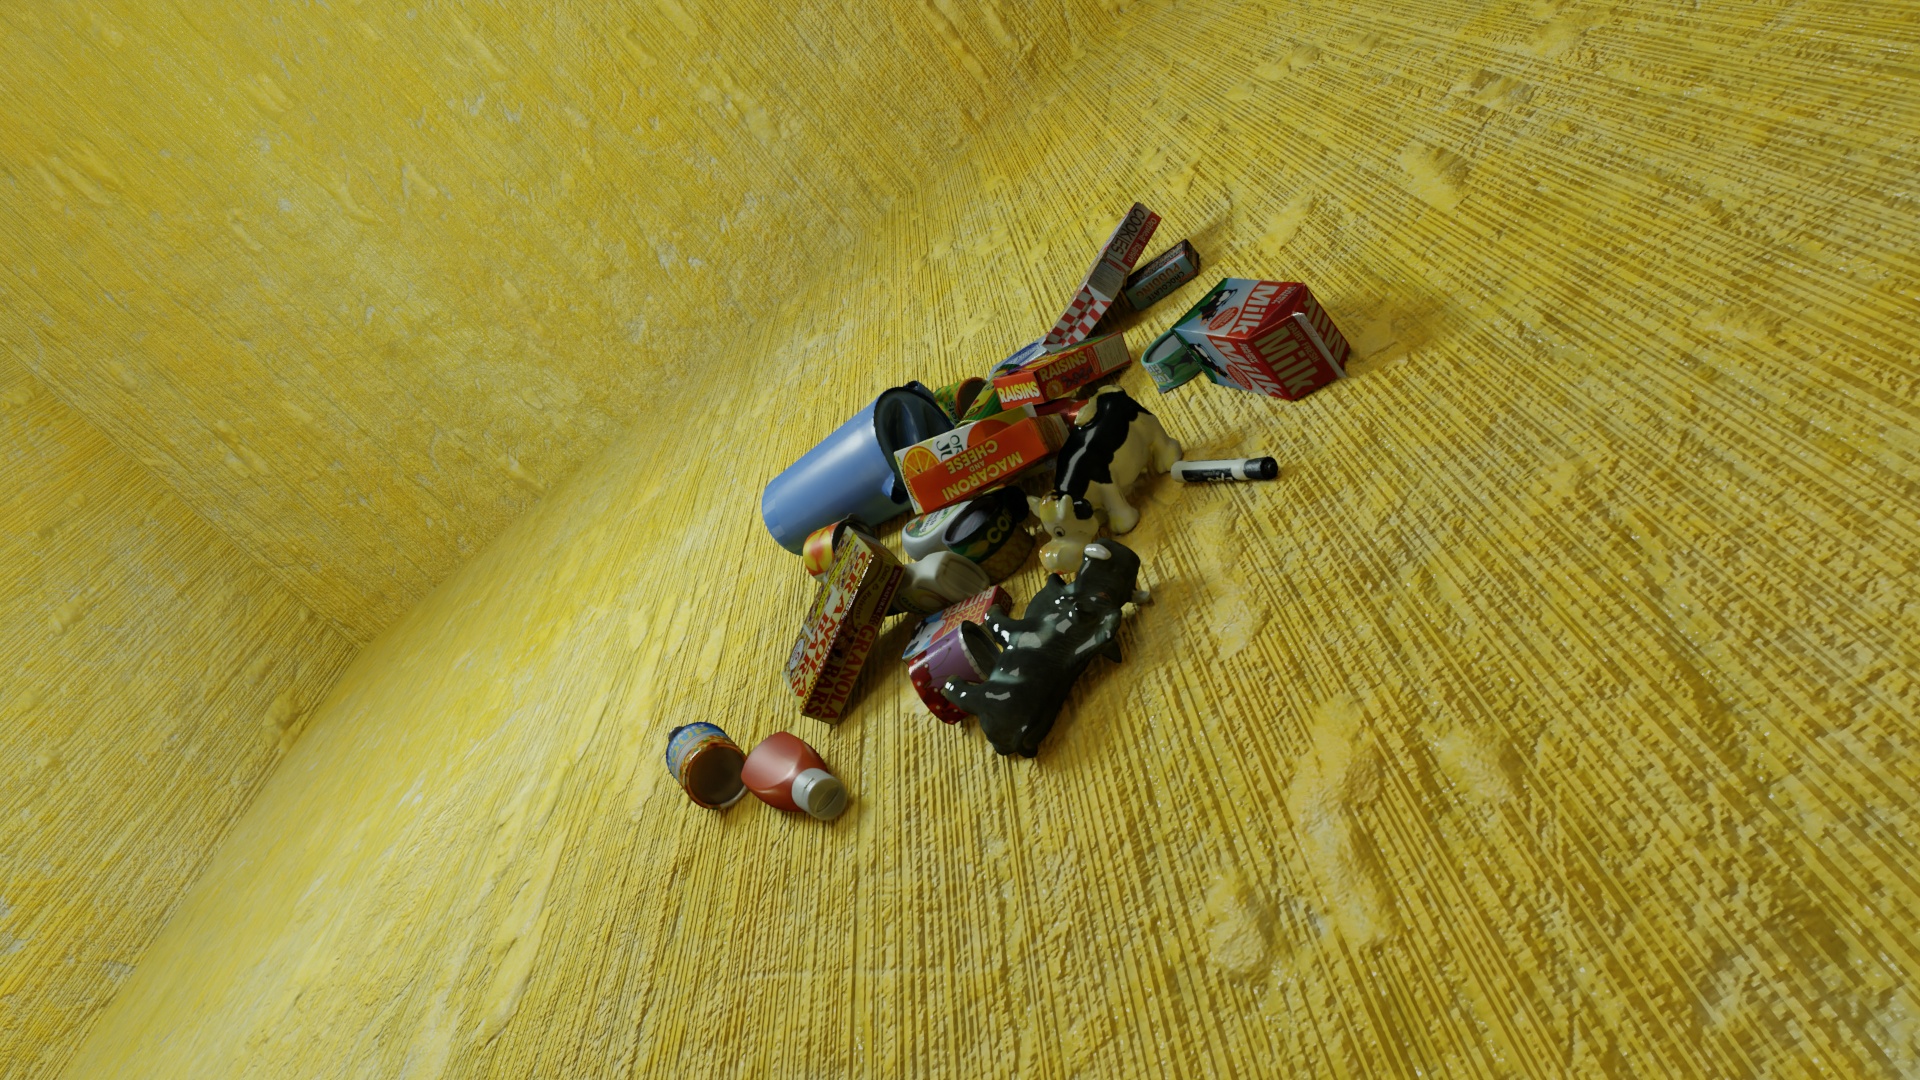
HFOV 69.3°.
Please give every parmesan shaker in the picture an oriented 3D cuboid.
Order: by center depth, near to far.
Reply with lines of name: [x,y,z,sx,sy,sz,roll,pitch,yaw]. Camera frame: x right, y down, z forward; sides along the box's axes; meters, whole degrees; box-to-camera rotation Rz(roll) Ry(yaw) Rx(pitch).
parmesan shaker: [0.044,-0.138,1.536,0.071,0.071,0.103,-18,31,47]

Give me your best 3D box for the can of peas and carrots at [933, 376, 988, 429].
can of peas and carrots: [0.004,-0.154,1.633,0.058,0.071,0.071,-12,36,52]

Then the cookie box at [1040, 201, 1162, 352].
cookie box: [0.164,-0.303,1.622,0.168,0.040,0.122,-59,4,-36]

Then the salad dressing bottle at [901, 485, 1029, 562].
salad dressing bottle: [0.005,-0.017,1.396,0.147,0.044,0.064,-21,21,42]

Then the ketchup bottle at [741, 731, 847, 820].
ketchup bottle: [-0.143,0.209,1.215,0.065,0.043,0.149,-49,22,-15]

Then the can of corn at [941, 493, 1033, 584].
can of corn: [0.028,-0.001,1.303,0.071,0.058,0.071,-36,21,16]

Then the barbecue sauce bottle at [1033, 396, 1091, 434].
barbecue sauce bottle: [0.102,-0.121,1.427,0.065,0.043,0.148,-48,22,-26]

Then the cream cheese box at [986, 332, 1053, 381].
cream cheese box: [0.078,-0.212,1.676,0.103,0.024,0.054,-27,27,35]

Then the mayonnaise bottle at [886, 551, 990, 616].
mayonnaise bottle: [-0.036,0.046,1.323,0.147,0.064,0.041,-18,45,56]

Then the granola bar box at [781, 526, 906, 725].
granola bar box: [-0.114,0.080,1.338,0.165,0.039,0.124,-65,20,5]

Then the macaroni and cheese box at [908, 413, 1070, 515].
macaroni and cheese box: [0.033,-0.072,1.278,0.123,0.040,0.167,-26,0,14]

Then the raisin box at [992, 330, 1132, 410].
raisin box: [0.108,-0.181,1.480,0.124,0.040,0.086,-27,13,-27]

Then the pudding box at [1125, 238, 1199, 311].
pudding box: [0.229,-0.300,1.574,0.083,0.030,0.050,-31,24,28]

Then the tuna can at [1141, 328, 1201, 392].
tuna can: [0.211,-0.181,1.366,0.071,0.032,0.071,-35,21,16]

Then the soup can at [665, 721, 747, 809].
soup can: [-0.246,0.216,1.344,0.071,0.071,0.084,-47,21,-12]

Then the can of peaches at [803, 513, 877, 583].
can of peaches: [-0.133,0.011,1.551,0.058,0.071,0.071,-21,29,46]

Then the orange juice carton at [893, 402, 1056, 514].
orange juice carton: [0.023,-0.087,1.428,0.073,0.071,0.192,-23,5,-40]

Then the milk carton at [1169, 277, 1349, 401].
milk carton: [0.266,-0.176,1.205,0.073,0.072,0.191,-43,21,-4]

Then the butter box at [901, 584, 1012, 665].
butter box: [-0.003,0.080,1.245,0.103,0.024,0.053,-27,26,36]

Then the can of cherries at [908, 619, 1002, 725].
can of cherries: [0.000,0.109,1.128,0.058,0.071,0.072,-36,22,17]
